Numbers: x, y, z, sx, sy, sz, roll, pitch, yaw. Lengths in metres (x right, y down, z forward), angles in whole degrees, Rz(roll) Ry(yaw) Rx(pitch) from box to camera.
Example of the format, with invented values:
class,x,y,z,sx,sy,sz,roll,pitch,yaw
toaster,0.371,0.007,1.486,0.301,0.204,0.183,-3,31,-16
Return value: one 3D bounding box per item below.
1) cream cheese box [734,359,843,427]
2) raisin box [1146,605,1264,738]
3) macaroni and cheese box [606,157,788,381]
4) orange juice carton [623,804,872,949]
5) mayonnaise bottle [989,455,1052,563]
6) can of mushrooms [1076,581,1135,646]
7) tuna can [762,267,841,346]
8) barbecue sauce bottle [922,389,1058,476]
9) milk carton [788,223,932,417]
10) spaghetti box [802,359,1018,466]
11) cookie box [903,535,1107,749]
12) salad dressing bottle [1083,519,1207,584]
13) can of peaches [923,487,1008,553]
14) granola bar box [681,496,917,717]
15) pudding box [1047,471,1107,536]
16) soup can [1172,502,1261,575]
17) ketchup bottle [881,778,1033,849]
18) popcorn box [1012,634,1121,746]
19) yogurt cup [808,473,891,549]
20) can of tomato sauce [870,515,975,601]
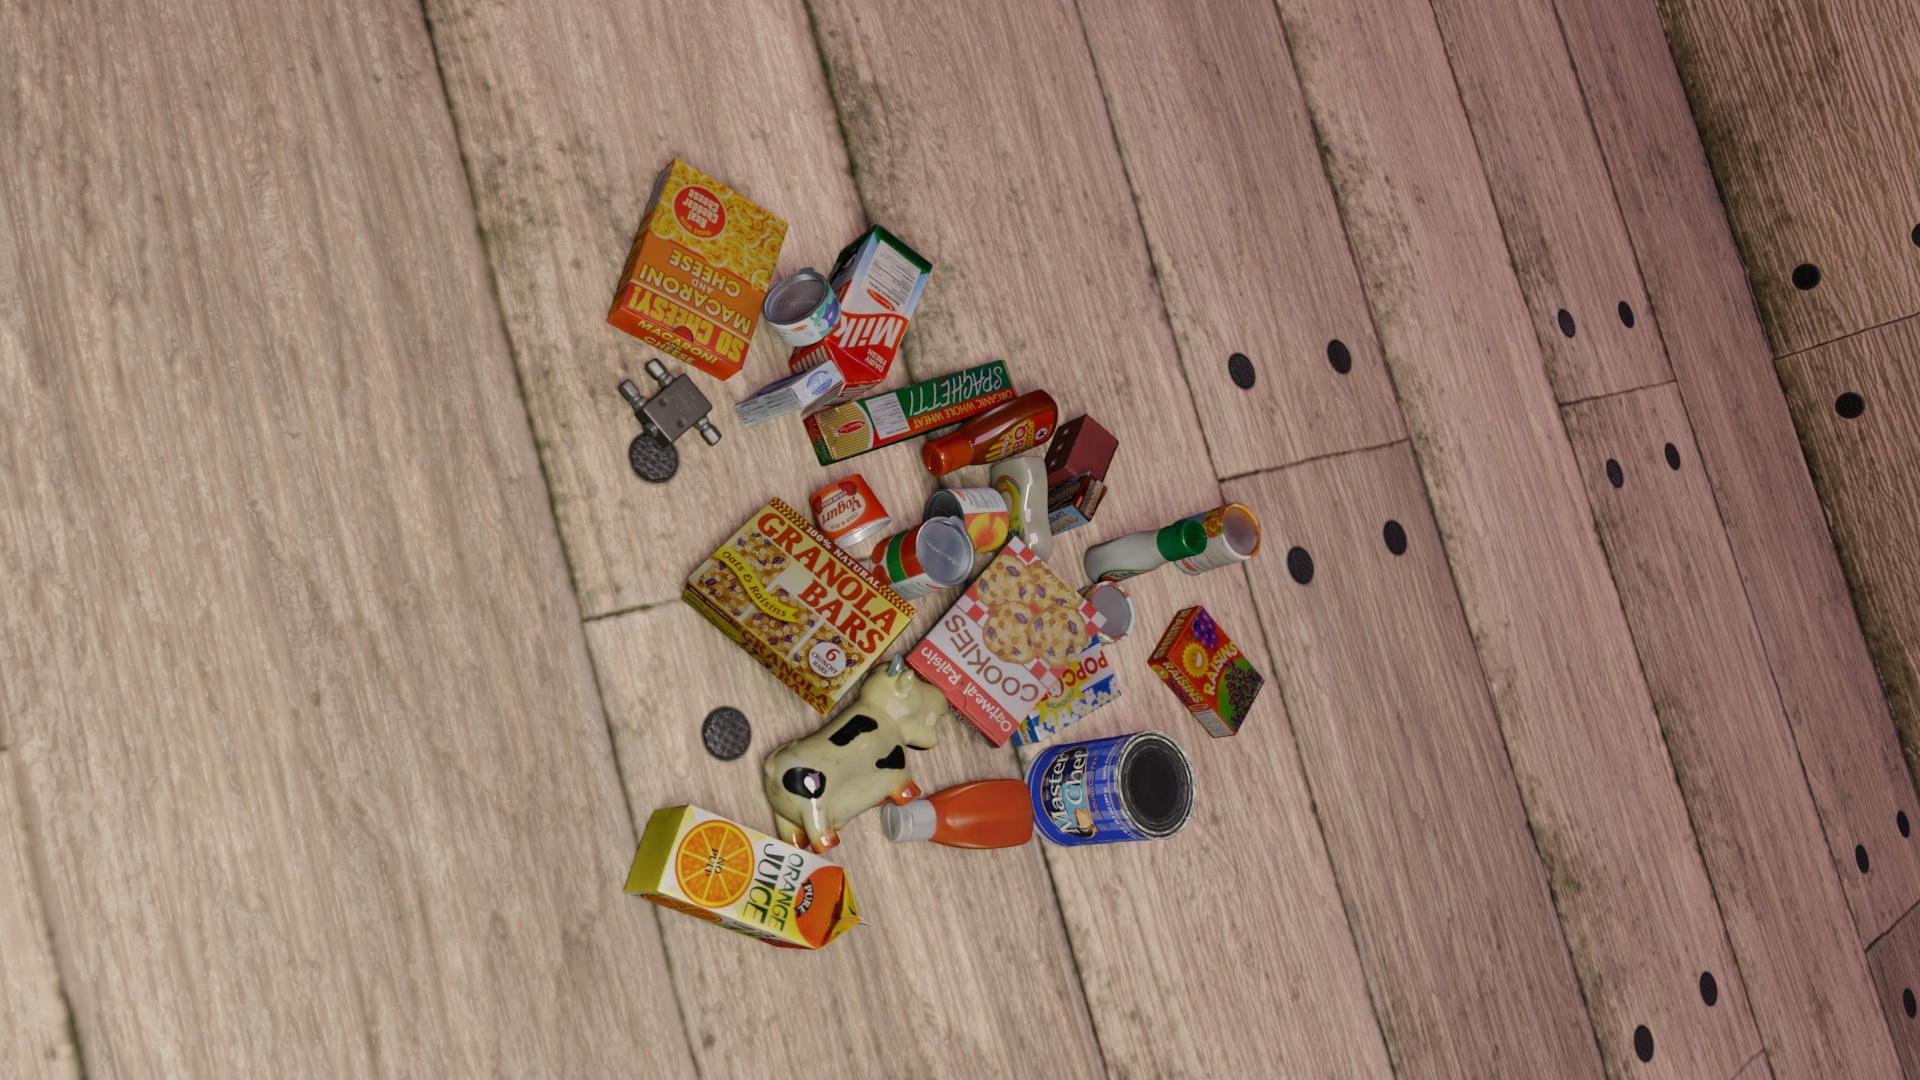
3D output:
class,x,y,z,sx,sy,sz,roll,pitch,yaw
cream cheese box,-0.156,-0.132,1.256,0.053,0.103,0.024,-41,109,-35
raisin box,0.272,0.145,1.531,0.123,0.040,0.086,48,55,-15
macaroni and cheese box,-0.238,-0.247,1.269,0.123,0.040,0.167,26,63,-28
orange juice carton,-0.168,0.286,1.145,0.192,0.071,0.073,29,62,-26
mayonnaise bottle,0.064,-0.009,1.410,0.041,0.064,0.148,1,80,-37
can of mushrooms,0.148,0.077,1.464,0.071,0.033,0.071,11,71,-34
tuna can,-0.145,-0.215,1.278,0.032,0.071,0.071,59,44,-49
barbecue sauce bottle,0.030,-0.105,1.415,0.149,0.064,0.044,-24,57,-31
milk carton,-0.102,-0.203,1.337,0.073,0.072,0.191,34,58,-24
spaghetti box,-0.044,-0.130,1.385,0.251,0.028,0.050,-21,90,-38
cookie box,0.042,0.097,1.332,0.123,0.040,0.168,42,69,0
salad dressing bottle,0.191,0.012,1.441,0.064,0.147,0.044,1,77,-36
can of peaches,0.005,-0.017,1.367,0.058,0.071,0.071,-5,80,-38
granola bar box,-0.140,0.056,1.218,0.165,0.039,0.125,39,54,4
pudding box,0.109,-0.036,1.435,0.030,0.083,0.050,43,56,-19
soup can,0.286,-0.004,1.556,0.071,0.083,0.071,12,70,-34
ketchup bottle,-0.002,0.257,1.294,0.149,0.043,0.065,4,75,-36
popcorn box,0.096,0.143,1.402,0.127,0.038,0.085,-23,91,-38
yogurt cup,-0.105,-0.026,1.289,0.073,0.072,0.054,-24,84,-38
can of tomato sauce,-0.037,0.017,1.313,0.071,0.083,0.071,11,70,-34
